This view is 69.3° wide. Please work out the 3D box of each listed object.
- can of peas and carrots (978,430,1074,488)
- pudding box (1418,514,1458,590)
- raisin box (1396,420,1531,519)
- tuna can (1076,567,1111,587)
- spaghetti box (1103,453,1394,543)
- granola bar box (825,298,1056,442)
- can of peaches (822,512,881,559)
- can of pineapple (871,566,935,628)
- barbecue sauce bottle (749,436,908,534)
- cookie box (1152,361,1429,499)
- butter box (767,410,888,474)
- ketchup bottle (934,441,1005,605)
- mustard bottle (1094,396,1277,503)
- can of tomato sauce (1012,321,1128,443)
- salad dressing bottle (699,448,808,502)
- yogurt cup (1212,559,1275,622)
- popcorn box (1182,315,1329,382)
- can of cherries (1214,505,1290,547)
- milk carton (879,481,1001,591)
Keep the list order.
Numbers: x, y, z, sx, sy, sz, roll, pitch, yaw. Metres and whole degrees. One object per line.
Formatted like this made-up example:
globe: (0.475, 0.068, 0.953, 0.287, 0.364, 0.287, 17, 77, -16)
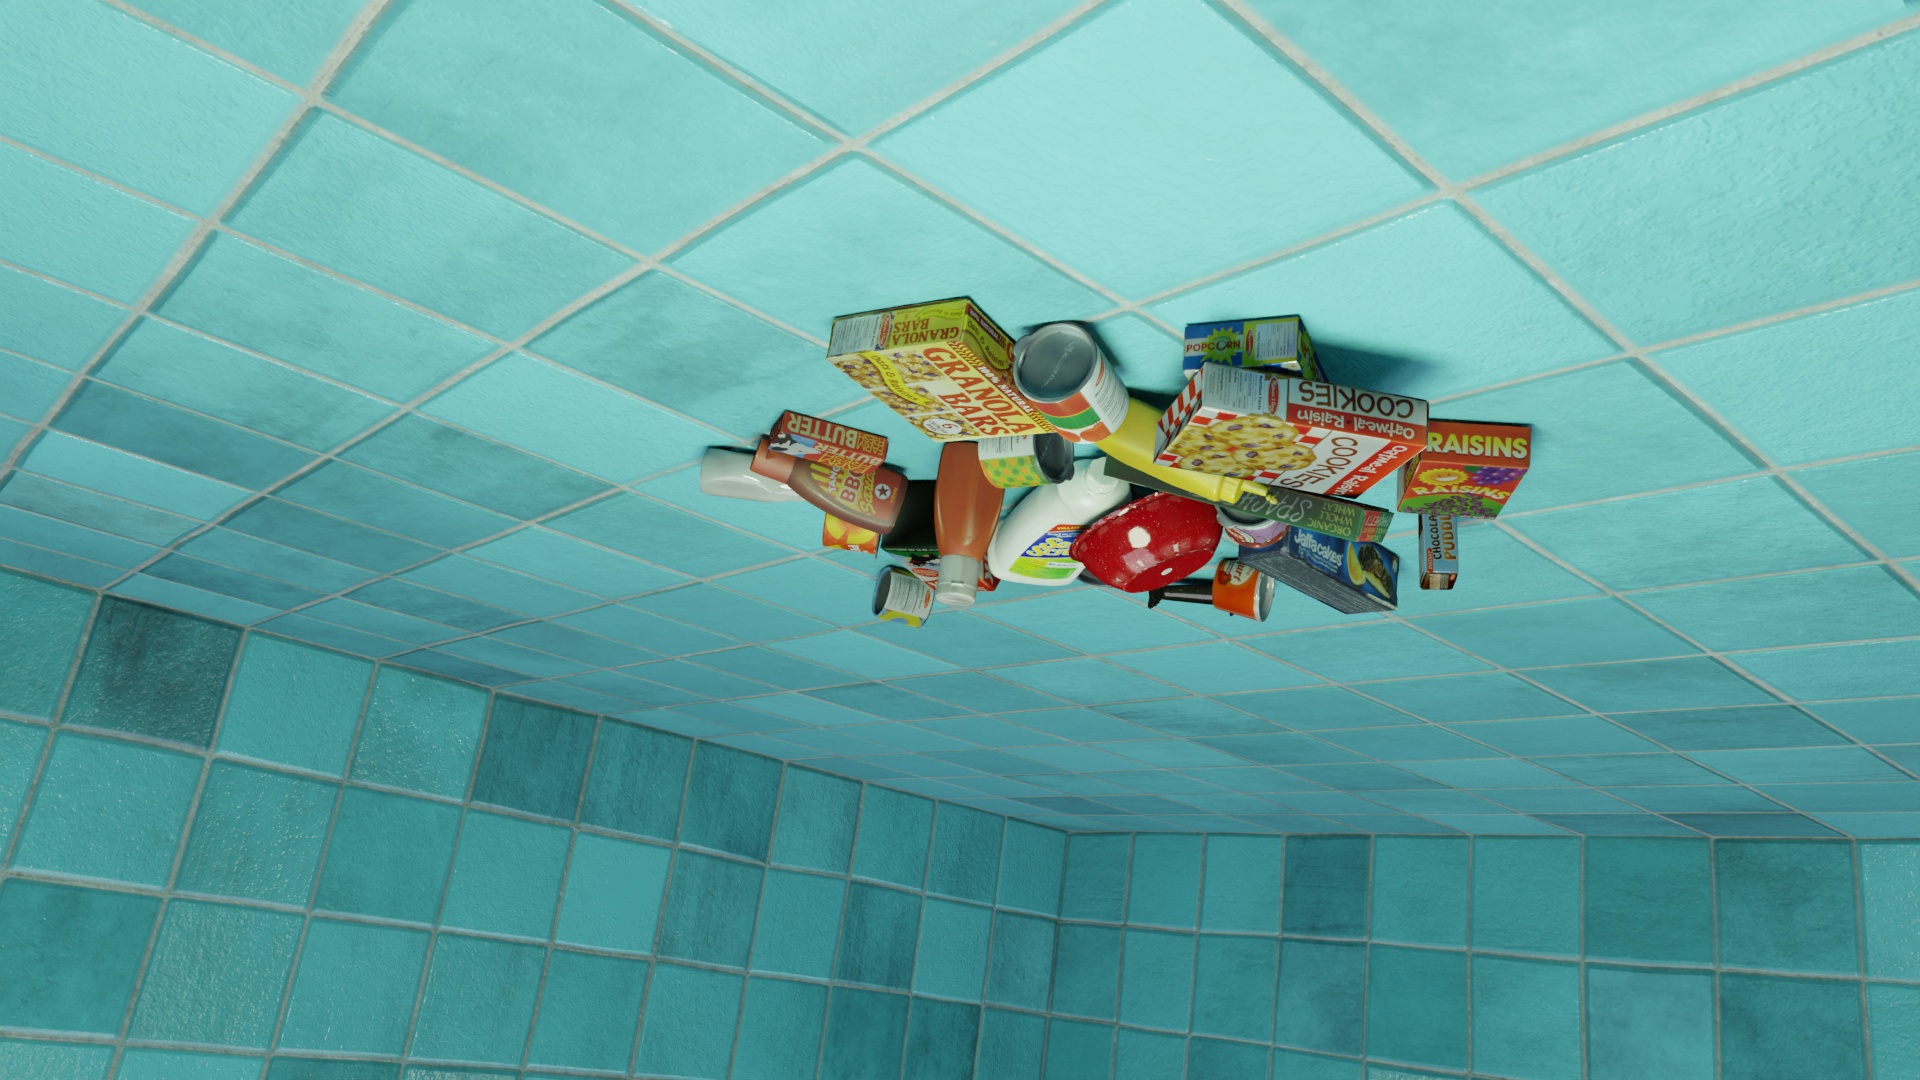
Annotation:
can of peas and carrots: (0.058, -0.077, 1.195, 0.058, 0.071, 0.071, -4, 158, 35)
pudding box: (0.427, -0.002, 1.243, 0.030, 0.084, 0.049, 0, 160, 13)
raisin box: (0.414, -0.058, 1.151, 0.086, 0.040, 0.123, 5, 163, 10)
tuna can: (0.161, 0.026, 1.525, 0.071, 0.033, 0.071, 7, 162, 2)
spaghetti box: (0.232, -0.040, 1.154, 0.250, 0.028, 0.050, 18, -170, 40)
granola bar box: (-0.008, -0.131, 1.104, 0.124, 0.039, 0.165, -3, 159, 31)
can of peaches: (-0.110, -0.019, 1.441, 0.058, 0.071, 0.071, 10, 162, -2)
can of pineapple: (-0.071, 0.069, 1.702, 0.058, 0.071, 0.070, 16, 160, -21)
barbecue sauce bottle: (-0.129, -0.059, 1.348, 0.148, 0.065, 0.043, 21, 158, -10)
cookie box: (0.241, -0.080, 1.027, 0.167, 0.040, 0.122, 9, 163, -6)
butter box: (-0.124, -0.091, 1.302, 0.103, 0.024, 0.053, 14, 162, -18)
ketchup bottle: (0.005, -0.016, 1.274, 0.065, 0.149, 0.043, 8, 160, 1)
mustard bottle: (0.184, -0.067, 1.120, 0.160, 0.049, 0.065, 27, 175, 19)
can of tomato sauce: (0.084, -0.119, 1.060, 0.071, 0.071, 0.083, -1, 161, 25)
salad dressing bottle: (-0.184, -0.060, 1.392, 0.148, 0.044, 0.064, 8, 160, -2)
yogurt cup: (0.304, 0.051, 1.492, 0.054, 0.072, 0.072, 8, 164, 26)
popcorn box: (0.225, -0.120, 1.041, 0.085, 0.038, 0.126, -1, 160, 26)
can of cherries: (0.261, -0.031, 1.246, 0.071, 0.071, 0.058, 2, 161, 18)
milk carton: (-0.011, 0.005, 1.466, 0.072, 0.073, 0.190, 0, 161, 23)
